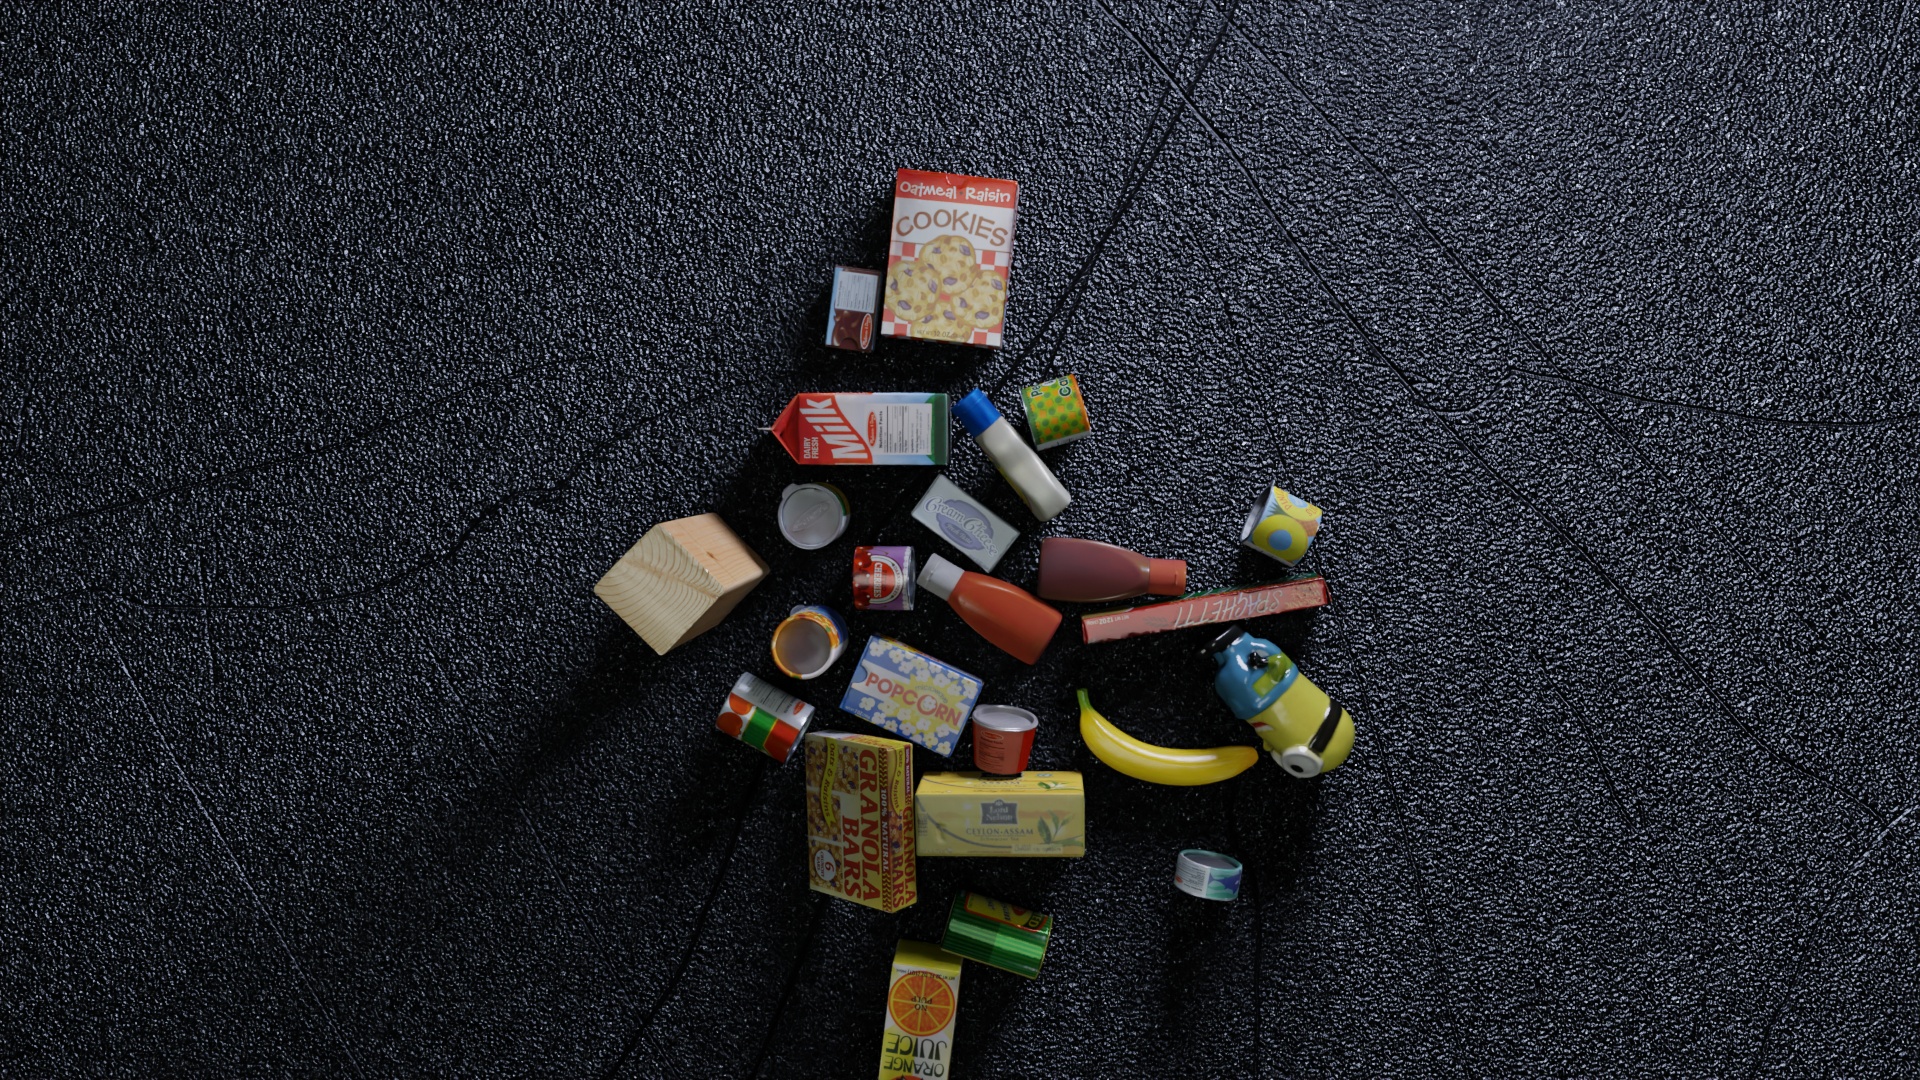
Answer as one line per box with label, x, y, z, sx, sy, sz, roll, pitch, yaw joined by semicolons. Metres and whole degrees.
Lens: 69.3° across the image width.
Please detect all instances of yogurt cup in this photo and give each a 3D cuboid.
yogurt cup;0.043;0.205;1.426;0.072;0.072;0.053;6;102;3

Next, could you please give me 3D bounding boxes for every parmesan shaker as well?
parmesan shaker;0.037;0.406;1.433;0.103;0.071;0.071;17;95;2

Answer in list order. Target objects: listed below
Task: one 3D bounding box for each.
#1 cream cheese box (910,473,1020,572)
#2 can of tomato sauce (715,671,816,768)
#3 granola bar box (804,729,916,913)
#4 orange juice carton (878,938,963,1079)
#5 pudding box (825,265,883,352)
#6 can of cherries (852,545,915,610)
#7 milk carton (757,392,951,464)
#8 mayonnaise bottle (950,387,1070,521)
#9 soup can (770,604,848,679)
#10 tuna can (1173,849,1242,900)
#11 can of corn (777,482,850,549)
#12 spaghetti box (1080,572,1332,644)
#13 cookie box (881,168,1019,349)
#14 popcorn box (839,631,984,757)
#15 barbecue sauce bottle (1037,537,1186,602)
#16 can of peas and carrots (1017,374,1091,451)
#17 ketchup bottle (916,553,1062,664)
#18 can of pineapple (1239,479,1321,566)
cream cheese box;0.005;-0.018;1.433;0.104;0.024;0.053;37;95;1
can of tomato sauce;-0.202;0.185;1.438;0.083;0.071;0.071;28;95;2
granola bar box;-0.102;0.283;1.419;0.124;0.039;0.165;2;95;42
orange juice carton;-0.044;0.522;1.445;0.072;0.073;0.192;7;94;3
pudding box;-0.109;-0.236;1.423;0.050;0.030;0.083;7;94;2
can of cherries;-0.078;0.038;1.418;0.058;0.071;0.071;1;94;4
milk carton;-0.106;-0.113;1.410;0.191;0.072;0.073;0;94;2
mayonnaise bottle;0.050;-0.086;1.400;0.041;0.065;0.148;-40;96;1
soup can;-0.156;0.101;1.420;0.071;0.084;0.071;0;94;4
tuna can;0.255;0.341;1.420;0.071;0.071;0.033;10;94;3
can of corn;-0.151;-0.028;1.425;0.071;0.058;0.071;0;94;4
spaghetti box;0.246;0.069;1.411;0.250;0.050;0.028;-10;94;4
cookie box;-0.010;-0.284;1.409;0.123;0.040;0.167;7;94;3
popcorn box;-0.050;0.159;1.440;0.127;0.038;0.085;24;96;1
barbecue sauce bottle;0.154;0.033;1.418;0.148;0.044;0.064;4;94;3
can of peas and carrots;0.095;-0.131;1.399;0.059;0.071;0.071;-16;93;4
ketchup bottle;0.027;0.065;1.427;0.149;0.043;0.064;30;103;2
can of pineapple;0.322;-0.016;1.392;0.058;0.071;0.071;26;95;1
